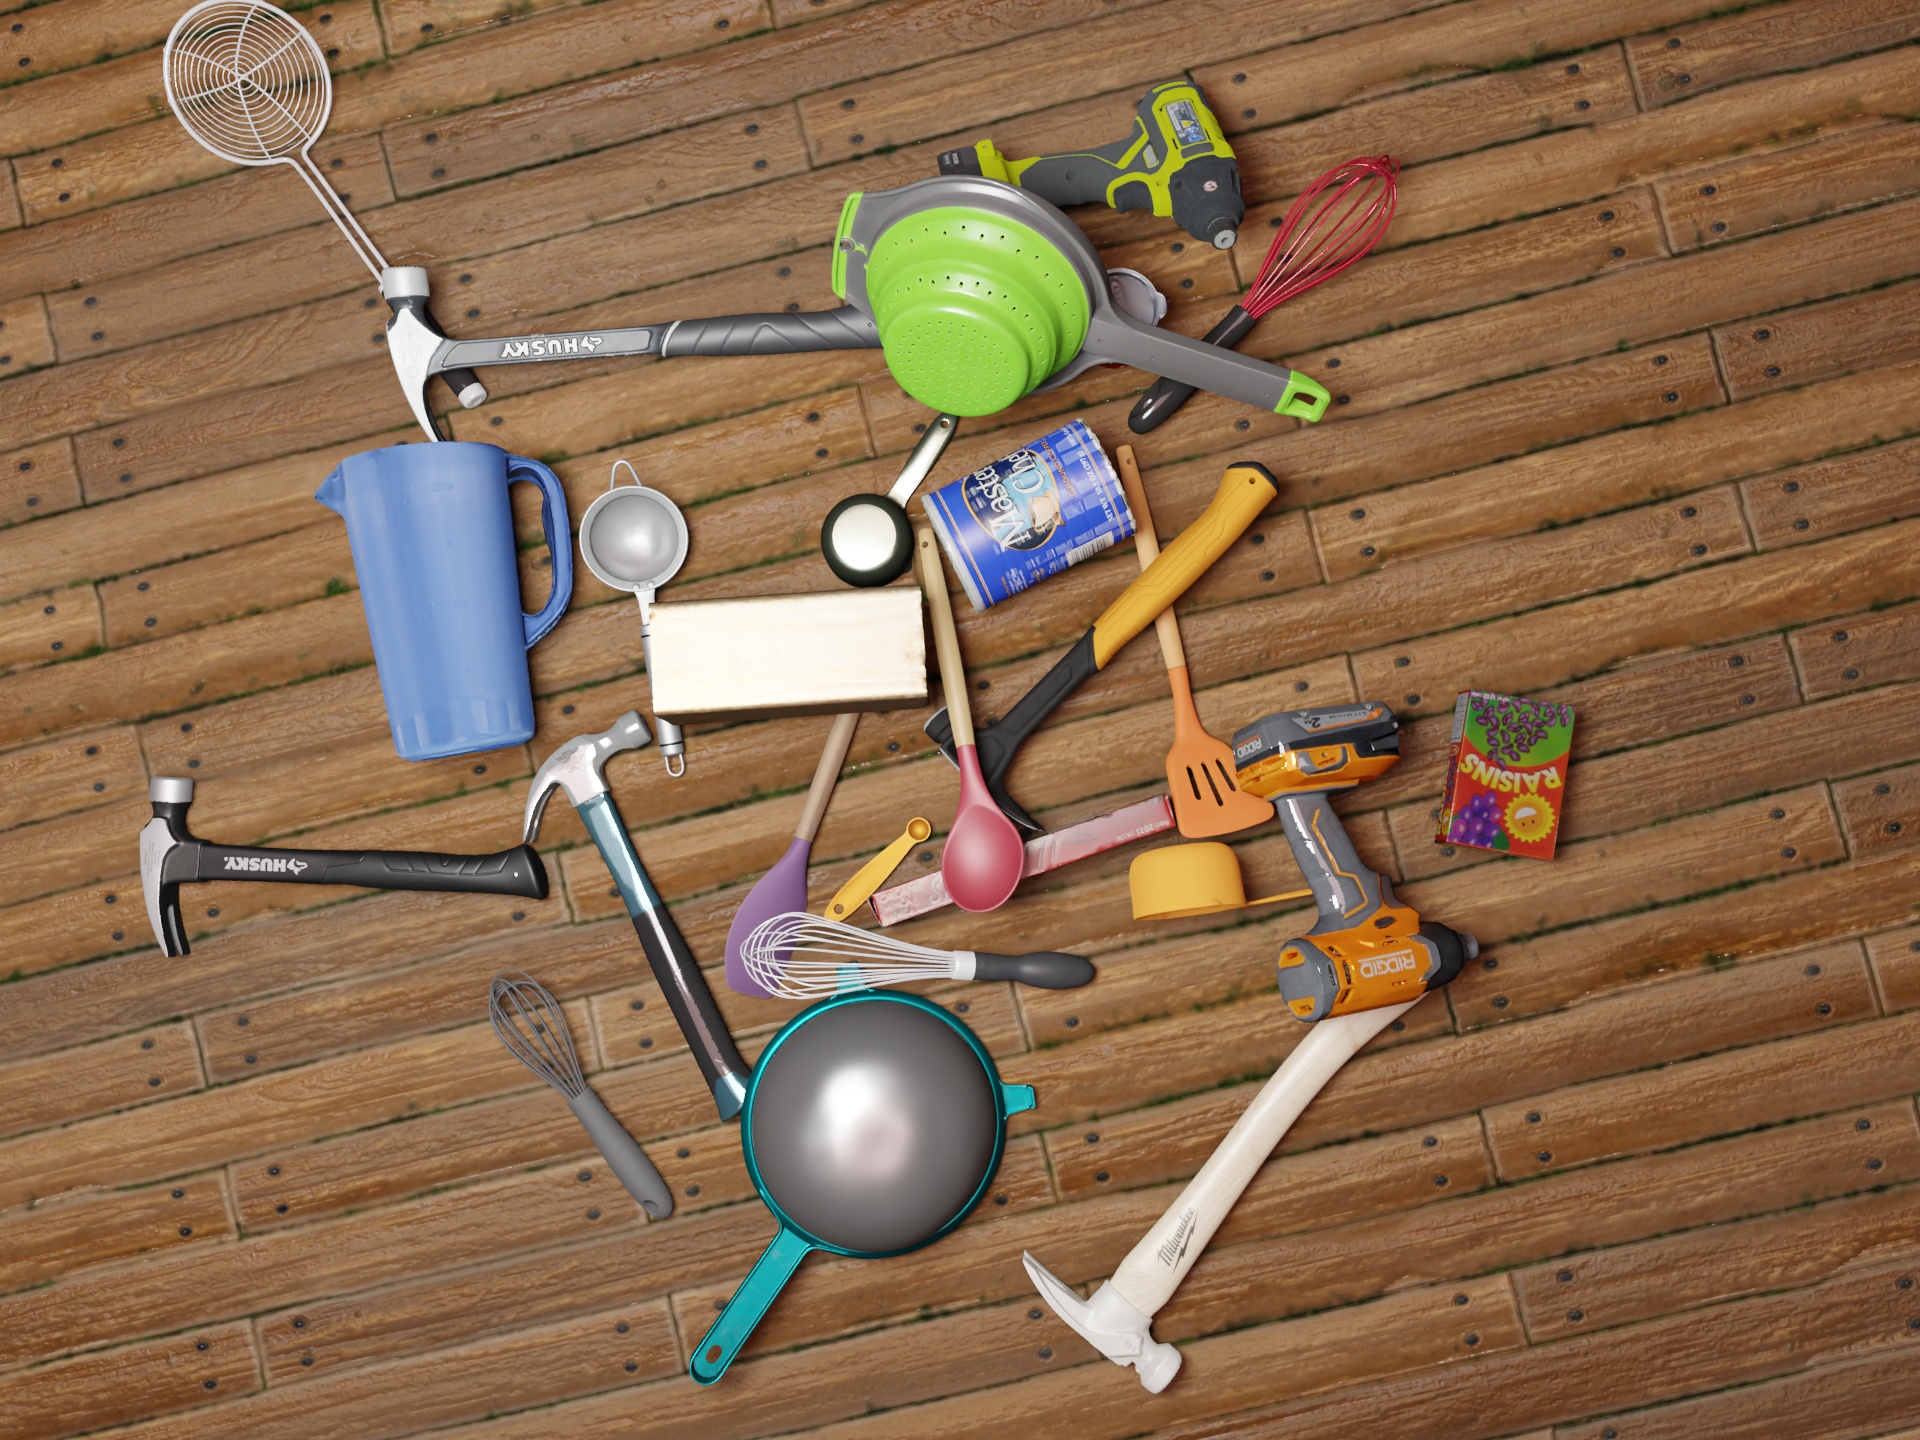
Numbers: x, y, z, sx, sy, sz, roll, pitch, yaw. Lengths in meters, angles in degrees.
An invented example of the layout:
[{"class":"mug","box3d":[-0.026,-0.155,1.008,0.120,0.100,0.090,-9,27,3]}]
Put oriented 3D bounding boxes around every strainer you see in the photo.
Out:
[{"class":"strainer","box3d":[-0.254,-0.081,1.296,0.087,0.050,0.258,-10,92,-9]},{"class":"strainer","box3d":[-0.101,0.368,1.215,0.211,0.095,0.340,36,82,-3]}]

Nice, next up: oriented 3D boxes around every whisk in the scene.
[{"class":"whisk","box3d":[-0.029,0.189,1.236,0.284,0.070,0.070,6,87,-15]},{"class":"whisk","box3d":[-0.303,0.301,1.278,0.055,0.055,0.239,-36,90,1]},{"class":"whisk","box3d":[0.243,-0.339,1.275,0.073,0.073,0.296,45,95,4]}]

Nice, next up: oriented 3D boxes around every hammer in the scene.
[{"class":"hammer","box3d":[-0.255,-0.304,1.292,0.409,0.036,0.149,-4,100,-3]},{"class":"hammer","box3d":[-0.504,0.126,1.301,0.335,0.035,0.146,2,87,3]},{"class":"hammer","box3d":[-0.246,0.166,1.286,0.128,0.033,0.331,-27,86,1]},{"class":"hammer","box3d":[0.127,-0.067,1.248,0.337,0.034,0.127,-46,72,6]},{"class":"hammer","box3d":[0.225,0.322,1.253,0.146,0.038,0.410,39,89,5]}]

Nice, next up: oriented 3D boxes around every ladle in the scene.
[{"class":"ladle","box3d":[-0.002,-0.004,1.248,0.069,0.031,0.316,-15,75,18]}]

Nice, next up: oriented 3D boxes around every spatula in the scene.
[{"class":"spatula","box3d":[-0.121,0.071,1.287,0.059,0.018,0.316,23,86,-30]},{"class":"spatula","box3d":[0.171,-0.067,1.272,0.081,0.041,0.323,-12,85,-14]}]

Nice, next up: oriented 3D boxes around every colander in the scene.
[{"class":"colander","box3d":[0.084,-0.273,1.199,0.397,0.204,0.095,18,58,-1]}]

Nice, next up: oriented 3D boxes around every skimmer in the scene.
[{"class":"skimmer","box3d":[-0.504,-0.416,1.296,0.127,0.090,0.363,-36,88,-15]}]

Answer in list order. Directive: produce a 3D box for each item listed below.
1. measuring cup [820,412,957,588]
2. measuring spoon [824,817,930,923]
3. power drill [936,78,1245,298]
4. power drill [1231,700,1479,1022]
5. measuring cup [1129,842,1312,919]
[{"class":"measuring cup","box3d":[-0.052,-0.185,1.289,0.083,0.038,0.167,33,91,4]},{"class":"measuring spoon","box3d":[-0.068,0.123,1.292,0.117,0.011,0.021,-45,83,4]},{"class":"power drill","box3d":[0.104,-0.410,1.249,0.223,0.080,0.171,-15,56,3]},{"class":"power drill","box3d":[0.304,0.105,1.212,0.164,0.084,0.227,-6,77,-21]},{"class":"measuring cup","box3d":[0.215,0.121,1.250,0.173,0.095,0.052,-6,78,-16]}]
